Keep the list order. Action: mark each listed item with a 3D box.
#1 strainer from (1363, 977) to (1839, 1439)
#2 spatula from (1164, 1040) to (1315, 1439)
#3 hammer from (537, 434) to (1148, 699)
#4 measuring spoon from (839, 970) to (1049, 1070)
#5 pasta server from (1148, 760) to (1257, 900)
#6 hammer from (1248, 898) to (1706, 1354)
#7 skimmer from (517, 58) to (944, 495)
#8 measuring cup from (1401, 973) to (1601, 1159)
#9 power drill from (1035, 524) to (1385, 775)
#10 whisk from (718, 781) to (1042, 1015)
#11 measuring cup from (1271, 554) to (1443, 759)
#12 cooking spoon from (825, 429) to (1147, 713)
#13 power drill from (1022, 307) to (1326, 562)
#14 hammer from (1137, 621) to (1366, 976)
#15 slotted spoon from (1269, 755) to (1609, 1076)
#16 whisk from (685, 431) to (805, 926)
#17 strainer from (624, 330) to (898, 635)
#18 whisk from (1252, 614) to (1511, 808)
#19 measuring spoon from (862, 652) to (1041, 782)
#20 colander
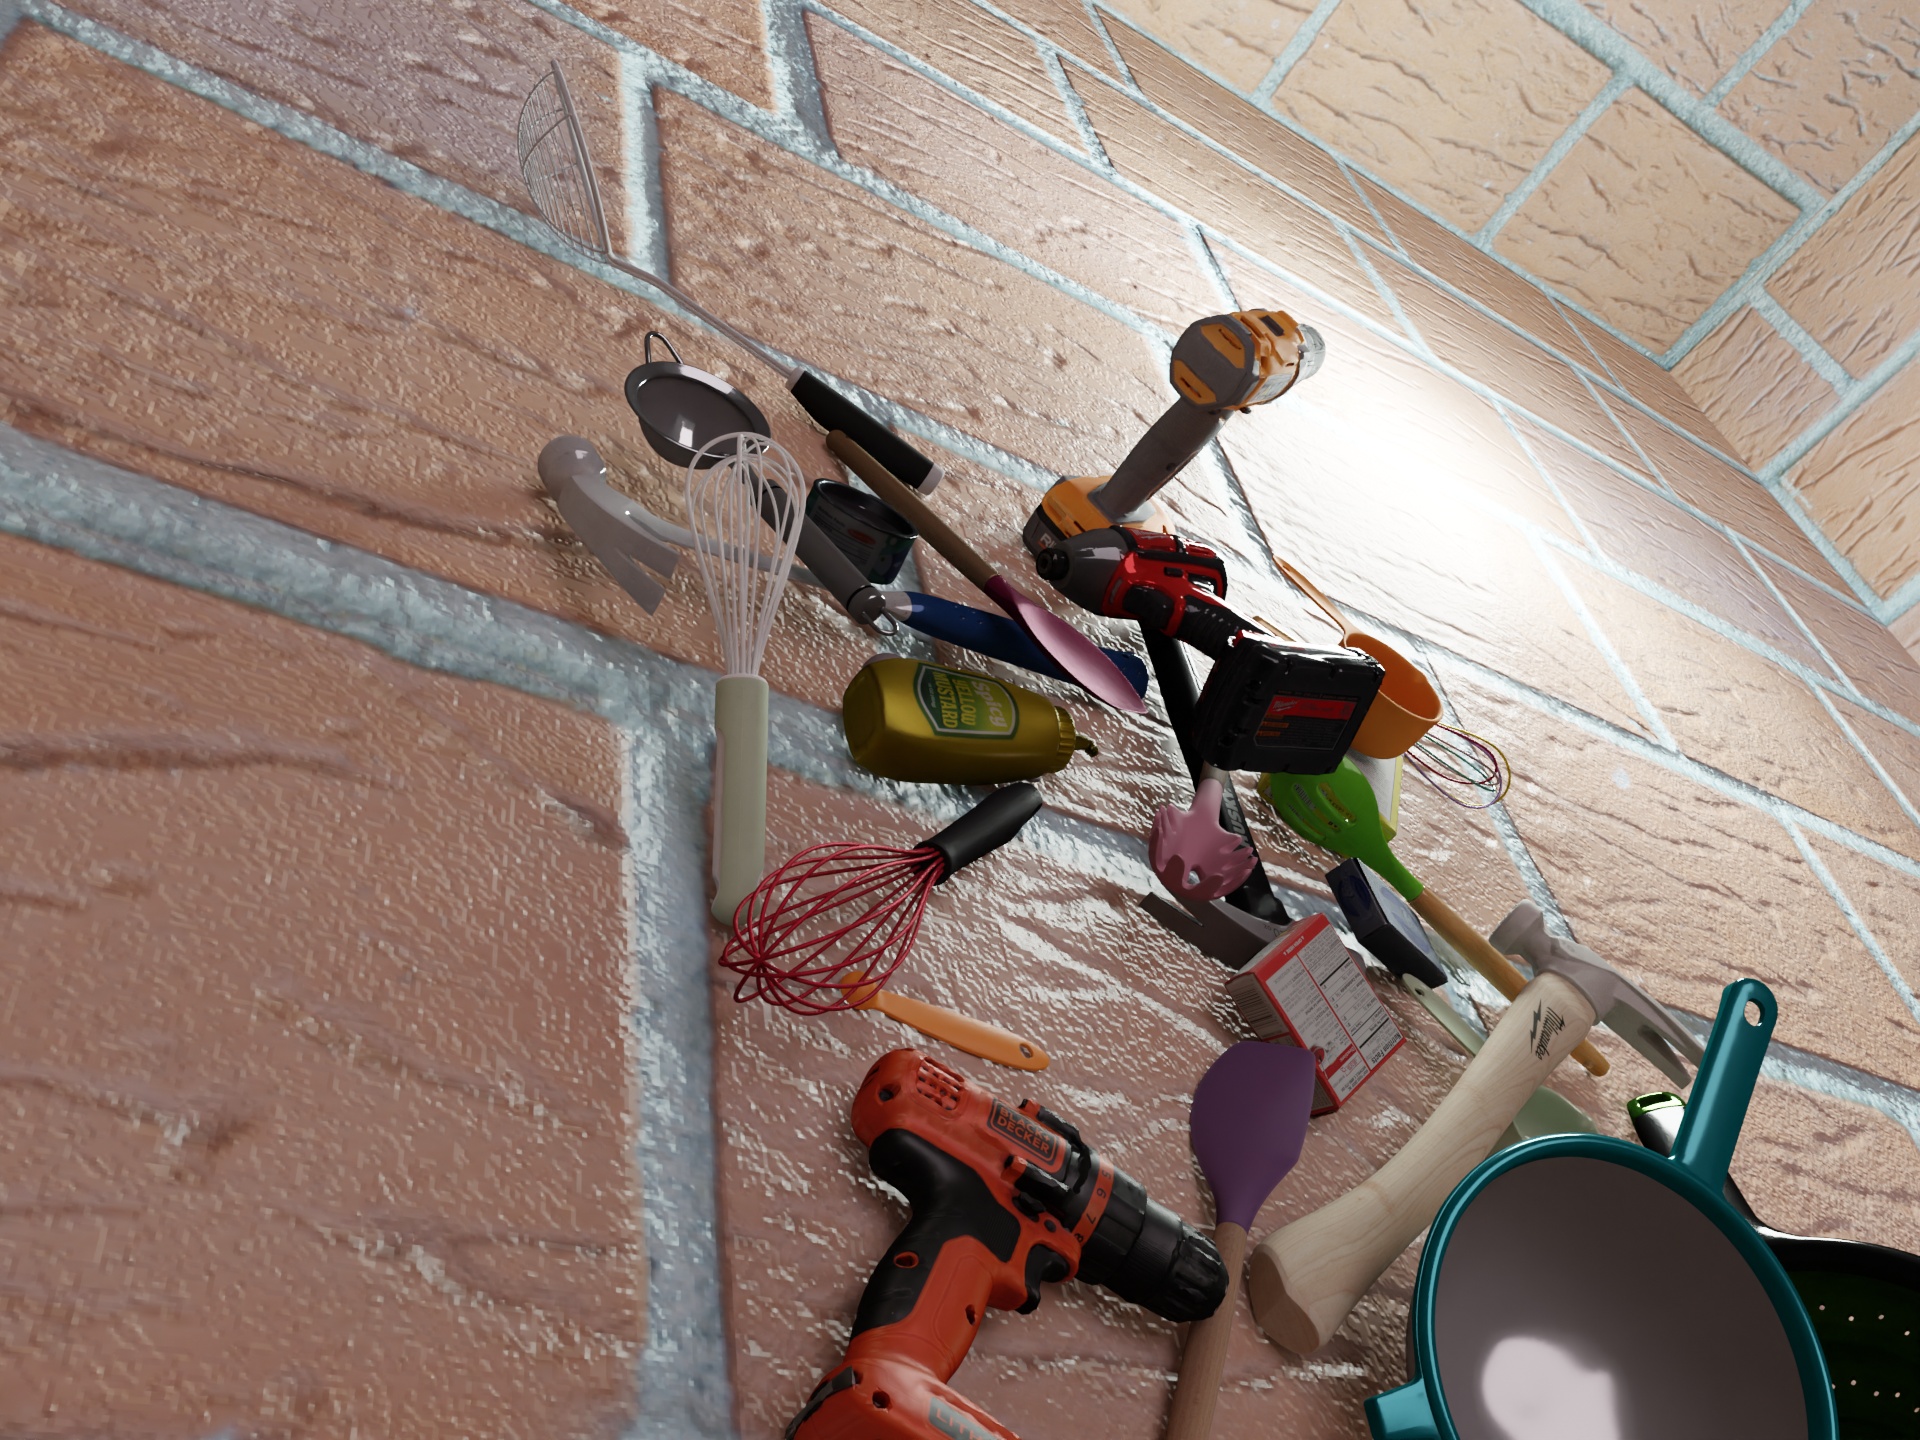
[{"bbox_3d":[0.323,0.268,0.781,0.211,0.095,0.340,36,56,5],"label":"strainer"},{"bbox_3d":[0.117,0.253,0.725,0.060,0.018,0.316,3,31,18],"label":"spatula"},{"bbox_3d":[-0.042,-0.066,0.930,0.405,0.035,0.144,15,23,-37],"label":"hammer"},{"bbox_3d":[-0.005,0.142,0.754,0.116,0.011,0.021,25,35,-21],"label":"measuring spoon"},{"bbox_3d":[0.160,0.023,0.975,0.060,0.040,0.316,25,30,4],"label":"pasta server"},{"bbox_3d":[0.286,0.225,0.869,0.146,0.038,0.410,42,39,21],"label":"hammer"},{"bbox_3d":[-0.145,-0.290,1.069,0.363,0.090,0.127,35,-3,-12],"label":"skimmer"},{"bbox_3d":[0.317,0.225,0.956,0.083,0.038,0.168,-8,48,-46],"label":"measuring cup"},{"bbox_3d":[0.148,-0.057,1.010,0.143,0.078,0.220,4,29,-34],"label":"power drill"},{"bbox_3d":[-0.022,0.075,0.773,0.073,0.073,0.296,46,26,10],"label":"whisk"},{"bbox_3d":[0.265,-0.044,1.135,0.095,0.052,0.174,-3,47,-48],"label":"measuring cup"},{"bbox_3d":[0.005,-0.098,0.989,0.068,0.017,0.319,9,30,-50],"label":"cooking spoon"},{"bbox_3d":[0.163,-0.199,1.138,0.084,0.226,0.185,47,33,12],"label":"power drill"},{"bbox_3d":[0.156,0.027,1.035,0.146,0.035,0.335,22,36,-27],"label":"hammer"},{"bbox_3d":[0.322,0.131,1.057,0.313,0.070,0.031,43,42,-7],"label":"slotted spoon"},{"bbox_3d":[-0.104,-0.025,0.752,0.059,0.057,0.246,3,72,-12],"label":"whisk"},{"bbox_3d":[-0.111,-0.124,0.860,0.087,0.050,0.259,-9,46,-43],"label":"strainer"},{"bbox_3d":[0.329,-0.011,1.248,0.245,0.047,0.051,34,34,-3],"label":"whisk"},{"bbox_3d":[-0.001,-0.003,0.927,0.124,0.018,0.034,34,33,-5],"label":"measuring spoon"},{"bbox_3d":[0.452,0.342,0.891,0.397,0.204,0.094,-68,140,-72],"label":"colander"}]
